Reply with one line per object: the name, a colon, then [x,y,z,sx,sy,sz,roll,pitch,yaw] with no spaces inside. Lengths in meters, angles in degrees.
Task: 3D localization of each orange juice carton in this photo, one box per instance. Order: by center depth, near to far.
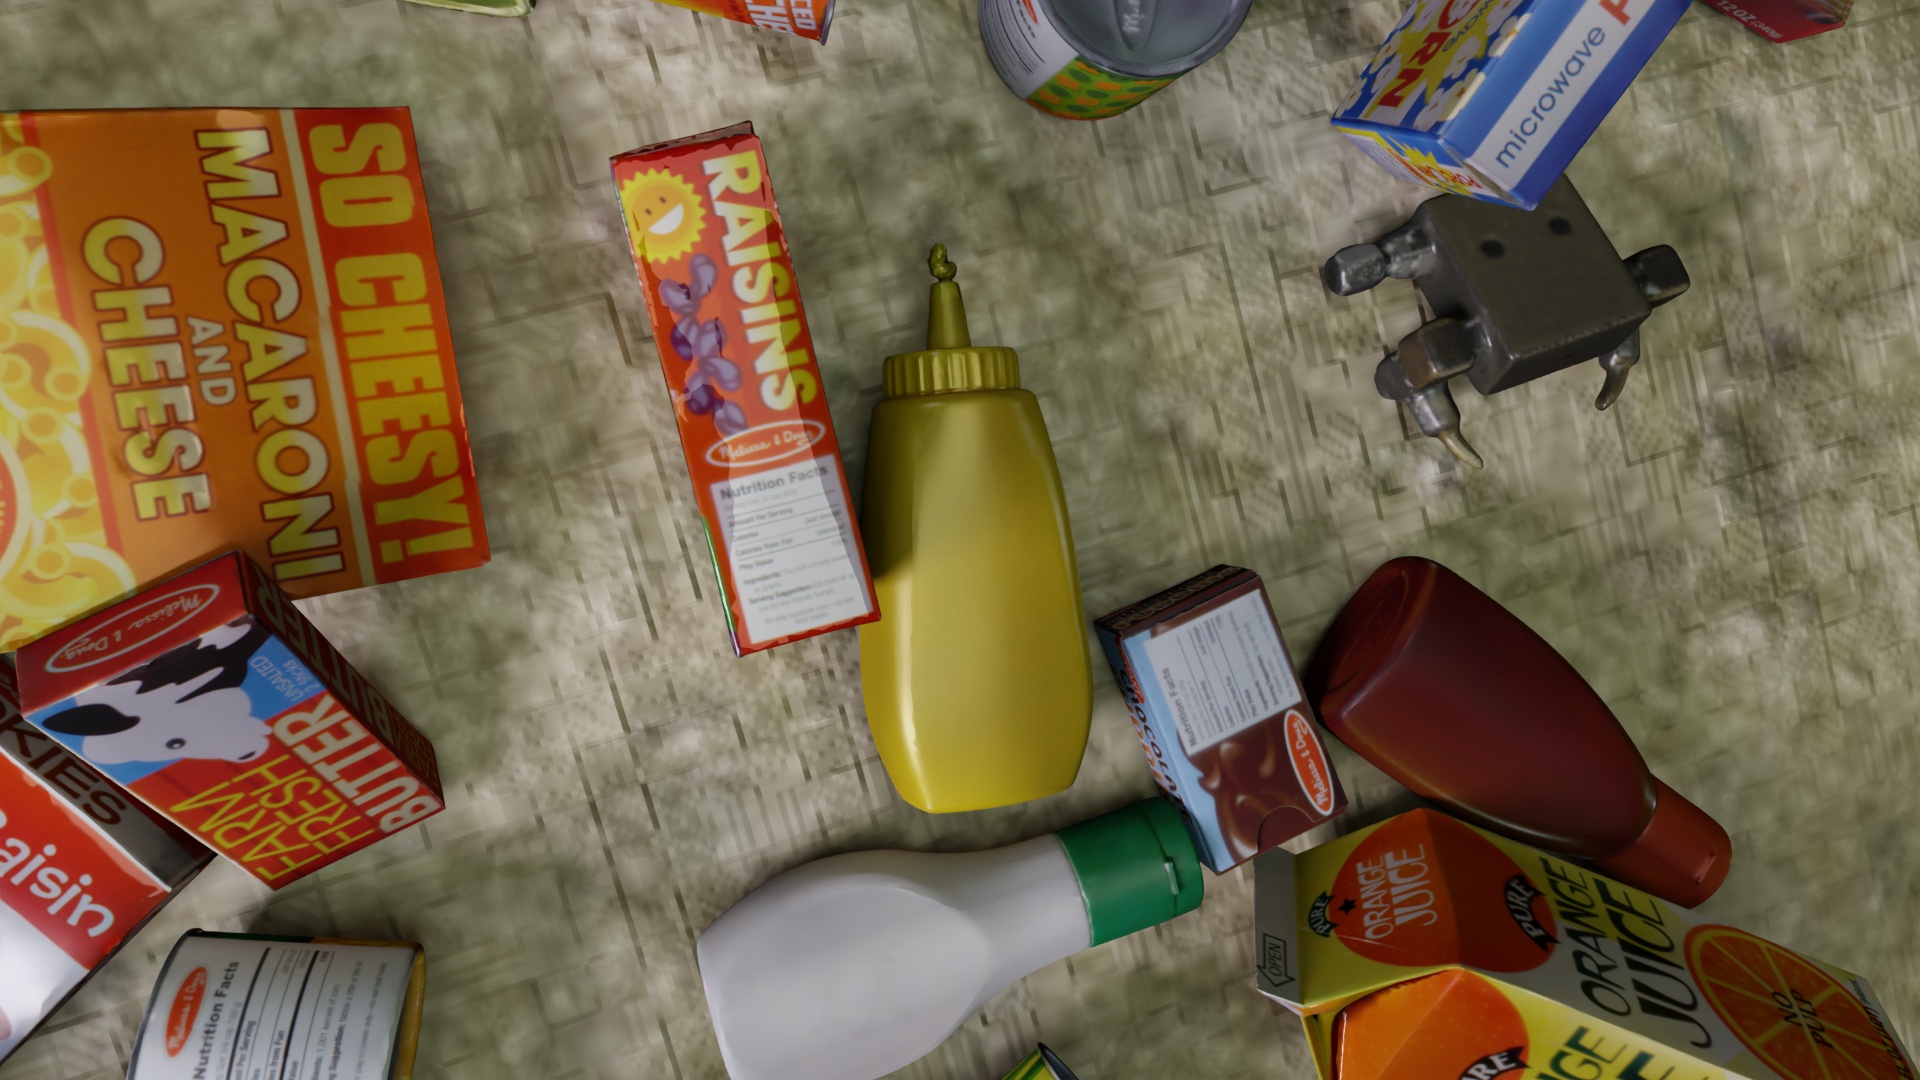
orange juice carton: [0.177,0.145,0.417,0.193,0.072,0.072,22,118,-1]

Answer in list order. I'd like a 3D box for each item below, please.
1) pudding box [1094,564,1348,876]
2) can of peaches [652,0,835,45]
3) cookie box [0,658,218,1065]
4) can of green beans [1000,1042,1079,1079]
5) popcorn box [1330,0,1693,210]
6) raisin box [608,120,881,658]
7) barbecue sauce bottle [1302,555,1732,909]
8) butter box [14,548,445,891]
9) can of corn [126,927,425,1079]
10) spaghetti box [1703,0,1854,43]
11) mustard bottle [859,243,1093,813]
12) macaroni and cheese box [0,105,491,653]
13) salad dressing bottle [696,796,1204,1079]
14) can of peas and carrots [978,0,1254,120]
pudding box: [0.081,0.055,0.434,0.050,0.030,0.083,-25,98,-11]
can of peaches: [-0.058,-0.171,0.370,0.058,0.071,0.071,10,92,-12]
cookie box: [-0.300,0.102,0.350,0.167,0.040,0.123,-45,101,-5]
can of green beans: [0.023,0.195,0.412,0.058,0.071,0.071,-40,101,-7]
popcorn box: [0.170,-0.160,0.396,0.038,0.085,0.126,31,104,-14]
raisin box: [-0.058,-0.038,0.370,0.040,0.086,0.123,-15,97,-9]
barbecue sauce bottle: [0.185,0.069,0.451,0.148,0.043,0.065,34,86,-13]
butter box: [-0.177,0.049,0.349,0.053,0.103,0.024,-27,54,-9]
can of corn: [-0.178,0.139,0.367,0.058,0.071,0.071,7,92,-13]
spaghetti box: [0.183,-0.237,0.438,0.250,0.028,0.050,22,89,-13]
mustard bottle: [0.001,-0.005,0.404,0.065,0.049,0.160,-5,94,-20]
macaroni and cheese box: [-0.213,-0.039,0.336,0.167,0.040,0.123,-11,96,-29]
salad dressing bottle: [-0.001,0.116,0.414,0.148,0.044,0.064,-16,95,-12]
can of peas and carrots: [0.045,-0.159,0.398,0.071,0.059,0.071,-1,94,-13]
